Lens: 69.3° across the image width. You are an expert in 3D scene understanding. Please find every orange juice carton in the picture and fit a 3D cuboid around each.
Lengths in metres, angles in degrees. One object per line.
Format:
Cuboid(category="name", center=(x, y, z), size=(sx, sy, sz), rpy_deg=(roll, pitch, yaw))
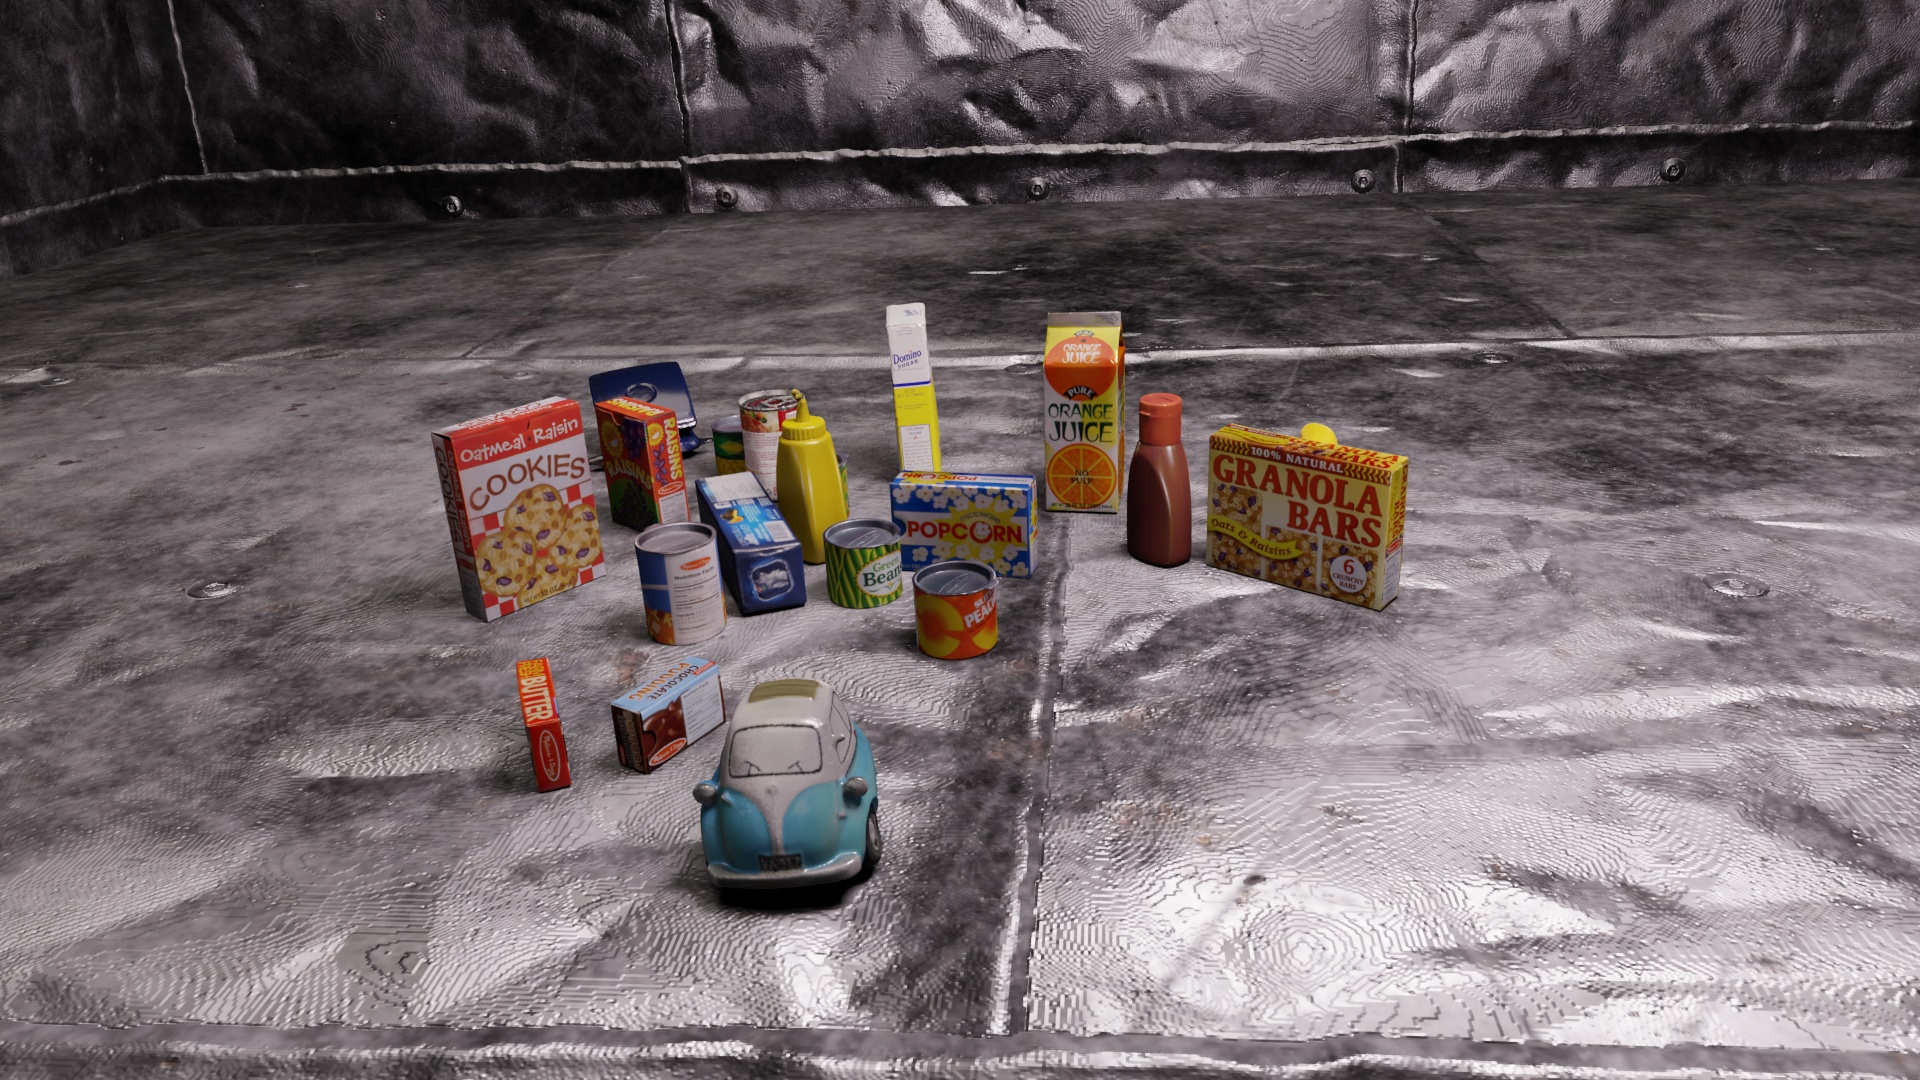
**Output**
Cuboid(category="orange juice carton", center=(0.121, -0.128, 1.351), size=(0.072, 0.191, 0.073), rpy_deg=(2, 23, 12))

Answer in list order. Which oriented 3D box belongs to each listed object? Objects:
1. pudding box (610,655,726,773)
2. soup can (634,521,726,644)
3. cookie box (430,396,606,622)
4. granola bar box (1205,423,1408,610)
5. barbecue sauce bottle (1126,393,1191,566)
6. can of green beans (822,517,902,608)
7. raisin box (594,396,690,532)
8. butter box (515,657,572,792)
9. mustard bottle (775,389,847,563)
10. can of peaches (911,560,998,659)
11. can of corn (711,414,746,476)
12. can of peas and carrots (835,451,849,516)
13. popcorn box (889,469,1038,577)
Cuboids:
Cuboid(category="pudding box", center=(-0.204, 0.121, 0.979), size=(0.030, 0.049, 0.084), rpy_deg=(11, 26, 30))
Cuboid(category="soup can", center=(-0.231, 0.034, 1.145), size=(0.071, 0.083, 0.071), rpy_deg=(-2, 23, 1))
Cuboid(category="cookie box", center=(-0.379, -0.029, 1.205), size=(0.040, 0.166, 0.123), rpy_deg=(16, 29, 39))
Cuboid(category="granola bar box", center=(0.289, -0.022, 1.169), size=(0.165, 0.123, 0.039), rpy_deg=(16, 29, 38))
Cuboid(category="barbecue sauce bottle", center=(0.176, -0.054, 1.226), size=(0.044, 0.148, 0.065), rpy_deg=(-17, 26, -31))
Cuboid(category="can of green beans", center=(-0.084, 0.019, 1.197), size=(0.071, 0.057, 0.071), rpy_deg=(-2, 23, 1))
Cuboid(category="raisin box", center=(-0.310, -0.072, 1.355), size=(0.086, 0.123, 0.040), rpy_deg=(18, 30, 40))
Cuboid(category="butter box", center=(-0.292, 0.127, 0.971), size=(0.024, 0.053, 0.104), rpy_deg=(-10, 24, -18))
Cuboid(category="mustard bottle", center=(-0.137, -0.061, 1.262), size=(0.049, 0.159, 0.065), rpy_deg=(-21, 28, -37))
Cuboid(category="can of peaches", center=(-0.002, 0.055, 1.102), size=(0.071, 0.057, 0.071), rpy_deg=(-2, 23, 1))
Cuboid(category="can of corn", center=(-0.230, -0.099, 1.494), size=(0.071, 0.058, 0.071), rpy_deg=(-2, 23, 1))
Cuboid(category="can of peas and carrots", center=(-0.142, -0.051, 1.371), size=(0.071, 0.058, 0.071), rpy_deg=(-2, 23, 1))
Cuboid(category="popcorn box", center=(0.004, -0.015, 1.235), size=(0.127, 0.085, 0.038), rpy_deg=(3, 23, 14))
